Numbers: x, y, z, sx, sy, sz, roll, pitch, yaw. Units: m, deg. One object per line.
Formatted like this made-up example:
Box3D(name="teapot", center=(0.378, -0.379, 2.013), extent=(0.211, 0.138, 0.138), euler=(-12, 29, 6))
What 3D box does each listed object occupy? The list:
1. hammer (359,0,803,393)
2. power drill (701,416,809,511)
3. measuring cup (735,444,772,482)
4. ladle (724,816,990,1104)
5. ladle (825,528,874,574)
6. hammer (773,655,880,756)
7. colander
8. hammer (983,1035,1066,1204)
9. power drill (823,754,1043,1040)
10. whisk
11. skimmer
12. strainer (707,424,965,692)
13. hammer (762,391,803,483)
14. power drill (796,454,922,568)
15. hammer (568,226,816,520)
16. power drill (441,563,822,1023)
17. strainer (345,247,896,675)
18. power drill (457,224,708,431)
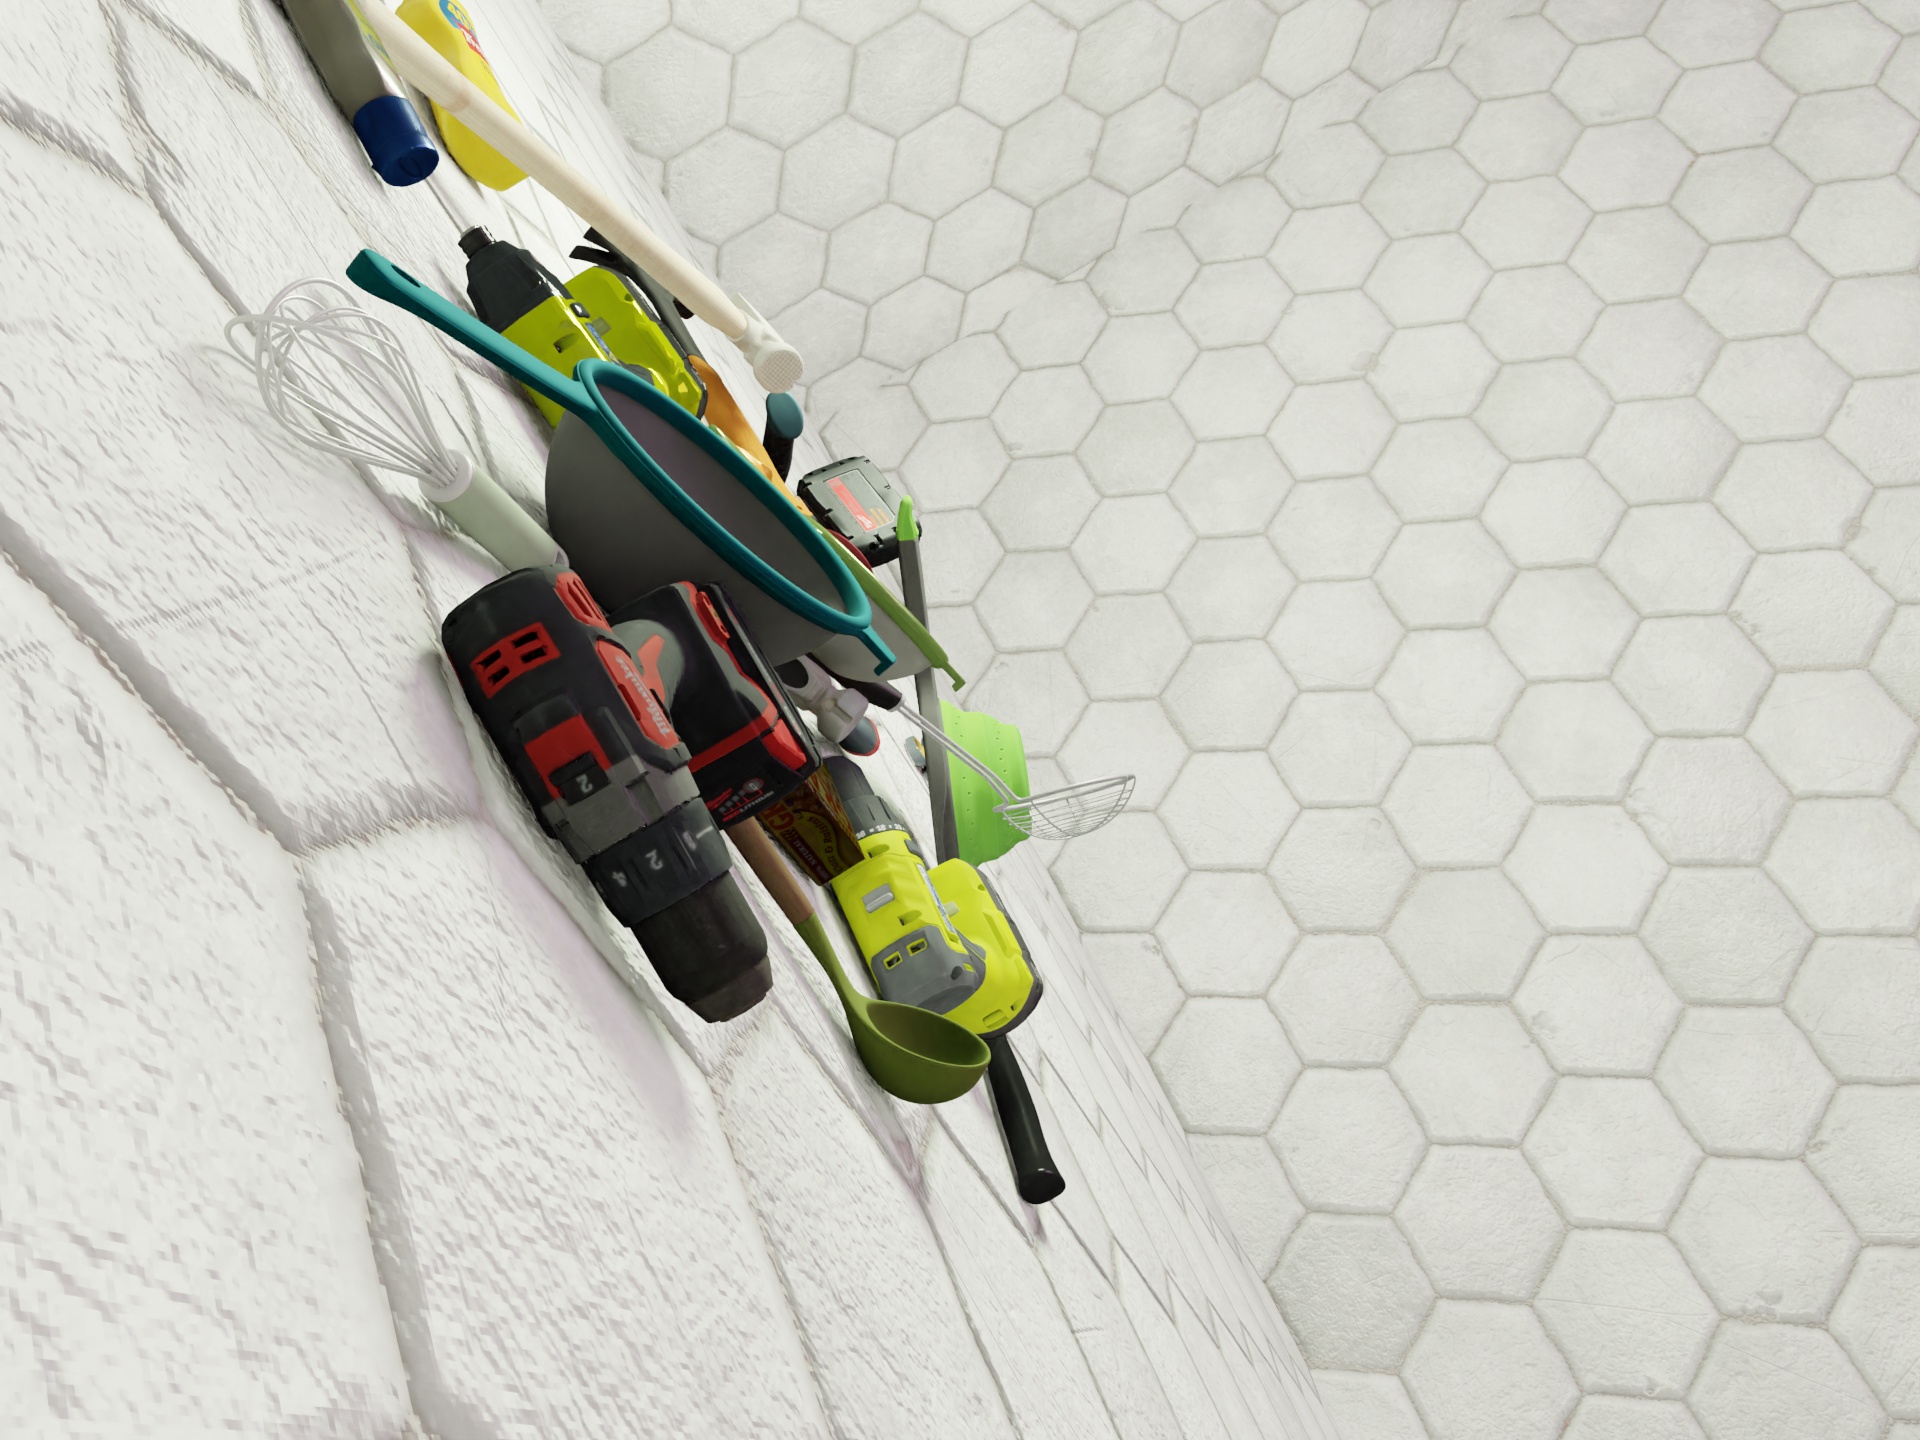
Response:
Box3D(name="hammer", center=(-0.282, -0.387, 1.156), extent=(0.410, 0.038, 0.146), euler=(34, 12, -42))
Box3D(name="power drill", center=(-0.216, -0.227, 1.359), extent=(0.226, 0.084, 0.164), euler=(56, 4, 5))
Box3D(name="measuring cup", center=(-0.162, -0.118, 1.158), extent=(0.173, 0.095, 0.052), euler=(60, 19, -24))
Box3D(name="ladle", center=(-0.090, 0.079, 0.862), extent=(0.320, 0.062, 0.078), euler=(57, 2, -11))
Box3D(name="ladle", center=(-0.178, -0.202, 1.508), extent=(0.316, 0.031, 0.069), euler=(43, -27, 39))
Box3D(name="hammer", center=(-0.119, -0.022, 1.263), extent=(0.143, 0.038, 0.386), euler=(39, -3, 6))
Box3D(name="colander", center=(0.007, -0.015, 1.477), extent=(0.205, 0.094, 0.397), euler=(-101, -176, -73))
Box3D(name="hammer", center=(0.027, 0.254, 1.251), extent=(0.146, 0.035, 0.335), euler=(59, 4, -26))
Box3D(name="power drill", center=(-0.029, 0.132, 1.127), extent=(0.191, 0.080, 0.228), euler=(62, 7, 26))
Box3D(name="whisk", center=(-0.217, -0.104, 0.655), extent=(0.246, 0.059, 0.058), euler=(62, 37, -72))
Box3D(name="skimmer", center=(-0.002, -0.004, 1.335), extent=(0.363, 0.127, 0.090), euler=(37, 54, -26))
Box3D(name="strainer", center=(-0.111, -0.101, 1.111), extent=(0.256, 0.069, 0.152), euler=(45, -2, -40))
Box3D(name="hammer", center=(-0.182, -0.241, 1.560), extent=(0.128, 0.033, 0.331), euler=(61, -14, 5))
Box3D(name="power drill", center=(-0.108, -0.139, 1.557), extent=(0.143, 0.078, 0.219), euler=(53, -28, 23))
Box3D(name="hammer", center=(-0.203, -0.264, 1.262), extent=(0.127, 0.034, 0.337), euler=(17, 35, -52))
Box3D(name="power drill", center=(-0.123, 0.023, 0.688), extent=(0.188, 0.080, 0.227), euler=(60, 6, -2))
Box3D(name="strainer", center=(-0.193, -0.118, 0.836), extent=(0.340, 0.095, 0.211), euler=(31, 17, -47))
Box3D(name="power drill", center=(-0.249, -0.246, 1.061), extent=(0.171, 0.080, 0.223), euler=(55, 7, -9))
